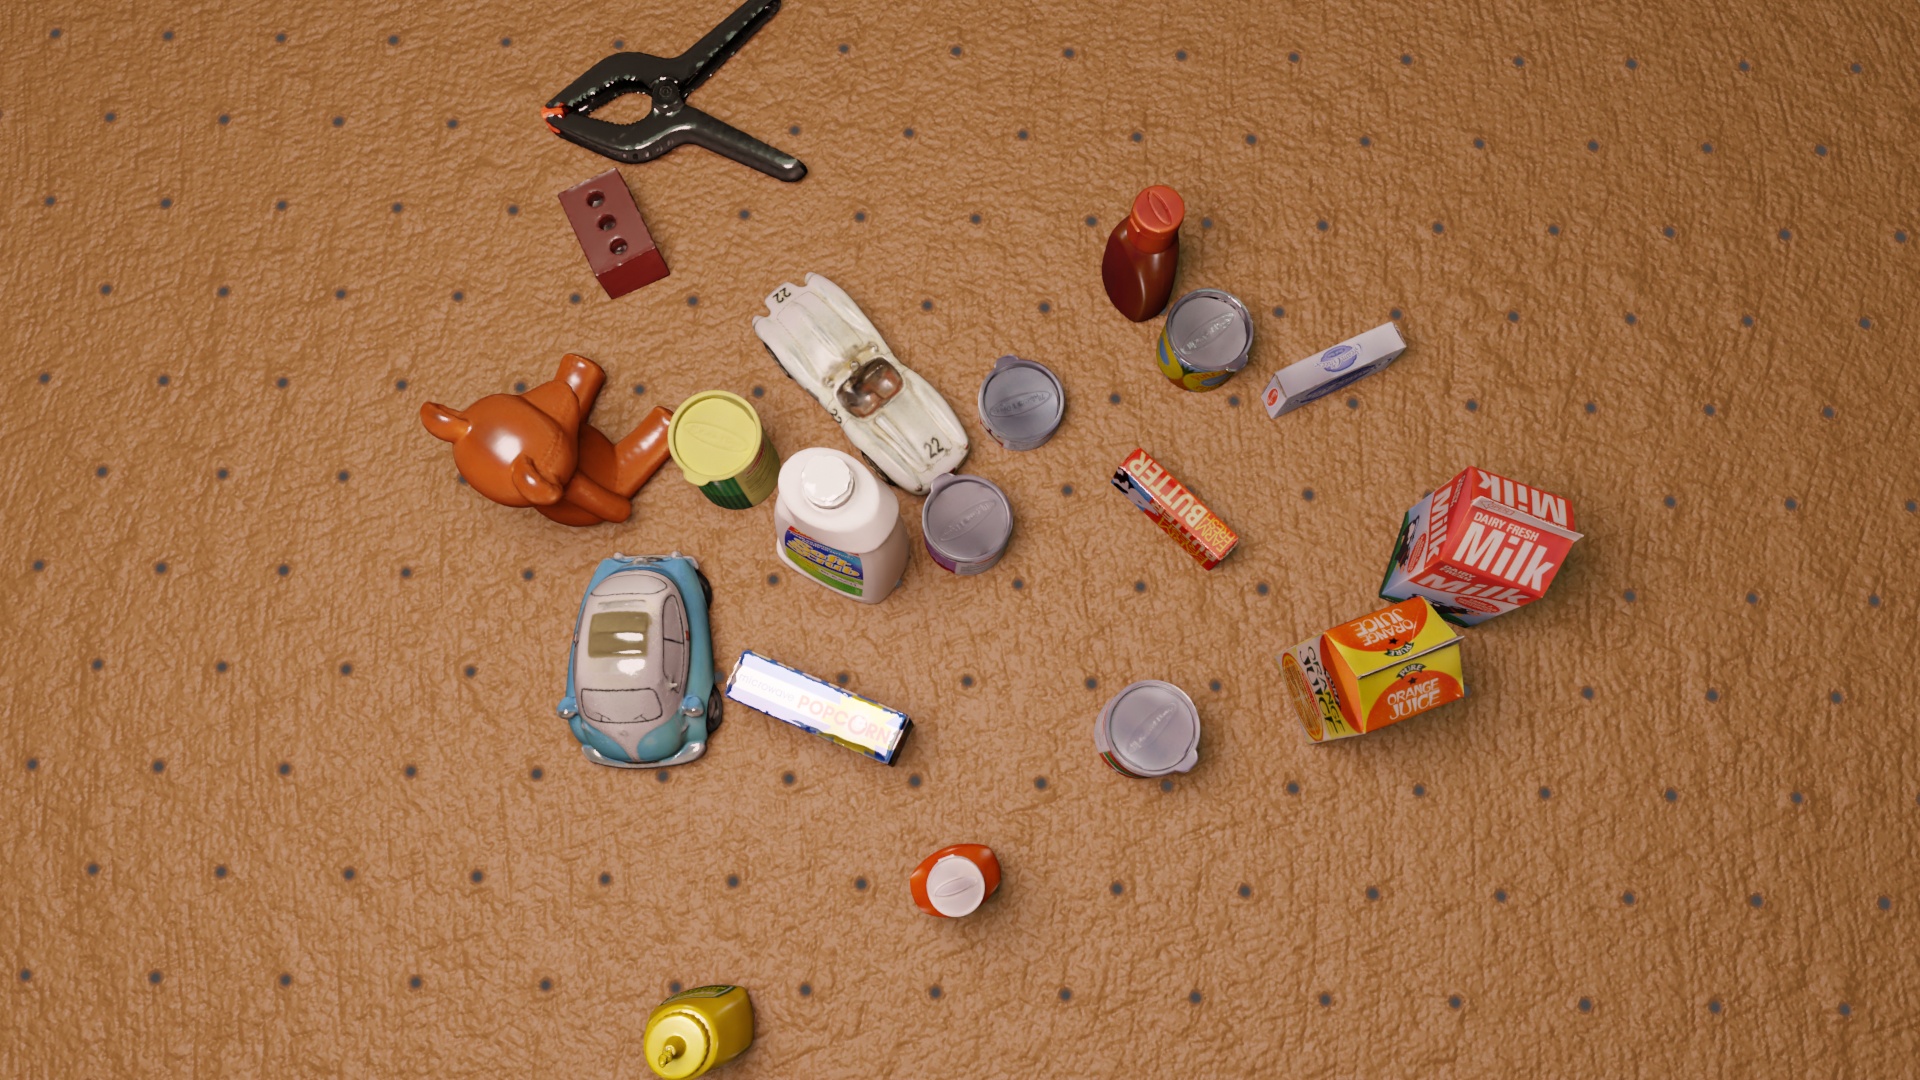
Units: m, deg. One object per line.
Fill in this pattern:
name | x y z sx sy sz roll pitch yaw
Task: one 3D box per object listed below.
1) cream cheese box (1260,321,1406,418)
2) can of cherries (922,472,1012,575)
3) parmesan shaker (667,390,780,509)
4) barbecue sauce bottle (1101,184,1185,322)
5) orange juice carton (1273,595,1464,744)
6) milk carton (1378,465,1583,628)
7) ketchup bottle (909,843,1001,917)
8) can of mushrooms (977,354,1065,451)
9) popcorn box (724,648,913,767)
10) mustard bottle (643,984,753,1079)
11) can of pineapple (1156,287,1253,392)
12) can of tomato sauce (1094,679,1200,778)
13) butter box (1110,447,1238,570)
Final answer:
cream cheese box | 0.285 -0.130 1.067 0.104 0.053 0.024 -24 80 -5
can of cherries | 0.004 -0.013 1.038 0.071 0.058 0.071 0 78 0
parmesan shaker | -0.174 -0.062 1.025 0.071 0.103 0.071 0 79 0
barbecue sauce bottle | 0.137 -0.216 1.036 0.044 0.148 0.065 -27 80 -5
orange juice carton | 0.279 0.090 0.949 0.072 0.192 0.073 -19 79 -4
milk carton | 0.361 0.004 0.969 0.072 0.190 0.073 21 79 4
ketchup bottle | -0.004 0.230 0.941 0.065 0.148 0.043 -20 79 -4
can of mushrooms | 0.046 -0.106 1.070 0.071 0.033 0.071 0 78 0
popcorn box | -0.100 0.121 0.996 0.127 0.085 0.038 22 79 4
mustard bottle | -0.176 0.325 0.914 0.065 0.160 0.049 -9 79 -2
can of pineapple | 0.187 -0.151 1.068 0.071 0.057 0.071 0 78 0
can of tomato sauce | 0.134 0.138 0.994 0.071 0.083 0.071 0 78 0
butter box | 0.160 -0.023 1.044 0.103 0.053 0.024 43 82 8
